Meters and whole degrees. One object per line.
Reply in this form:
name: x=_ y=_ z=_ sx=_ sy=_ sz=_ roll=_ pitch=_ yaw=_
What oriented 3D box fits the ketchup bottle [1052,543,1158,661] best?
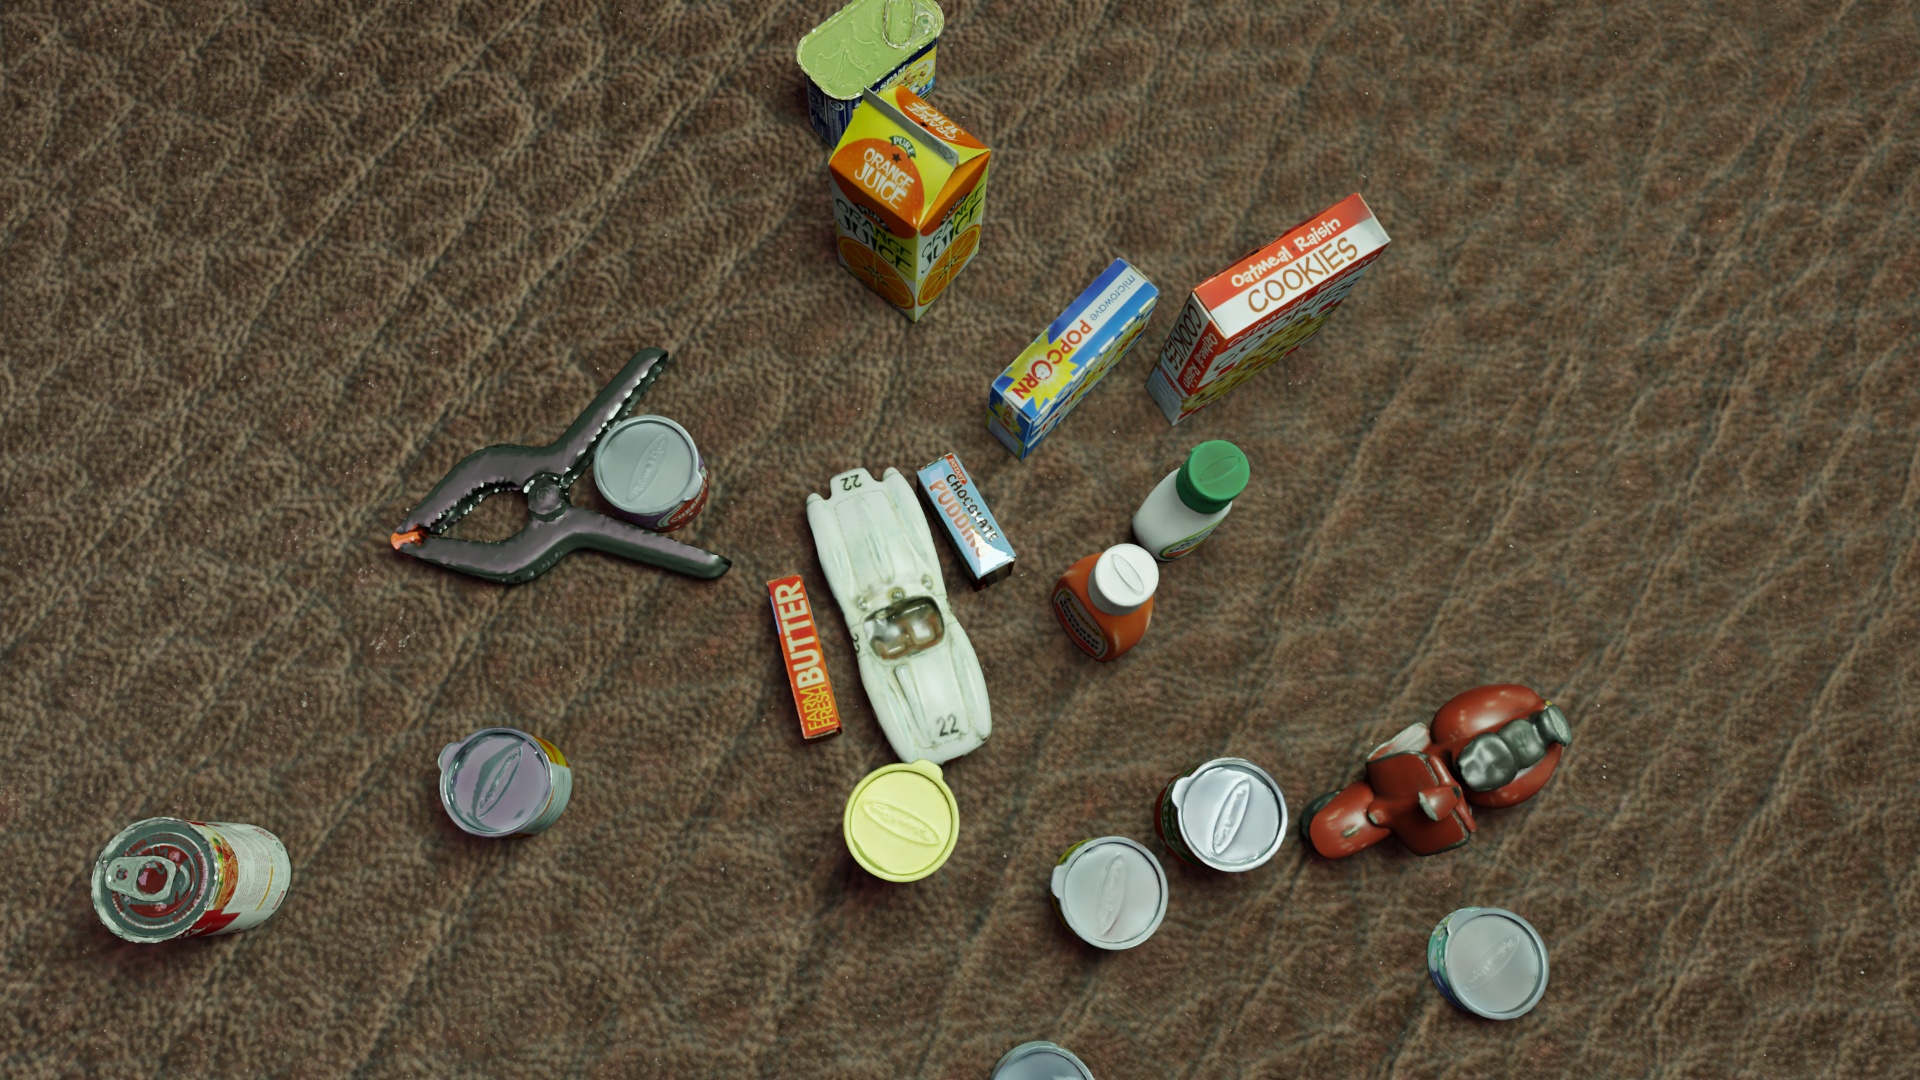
ketchup bottle: x=0.092 y=0.035 z=0.857 sx=0.043 sy=0.148 sz=0.065 roll=-36 pitch=81 yaw=-10

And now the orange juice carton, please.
orange juice carton: x=-0.033 y=-0.221 z=0.891 sx=0.072 sy=0.192 sz=0.073 roll=39 pitch=78 yaw=6

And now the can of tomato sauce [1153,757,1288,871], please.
can of tomato sauce: x=0.157 y=0.171 z=0.861 sx=0.071 sy=0.083 sz=0.071 roll=1 pitch=77 yaw=-2

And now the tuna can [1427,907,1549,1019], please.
tuna can: x=0.328 y=0.262 z=0.872 sx=0.071 sy=0.032 sz=0.071 roll=1 pitch=76 yaw=-2

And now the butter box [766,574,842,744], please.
butter box: x=-0.099 y=0.077 z=0.887 sx=0.024 sy=0.053 sz=0.103 roll=-15 pitch=78 yaw=-6

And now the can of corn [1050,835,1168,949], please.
can of corn: x=0.088 y=0.216 z=0.859 sx=0.071 sy=0.058 sz=0.071 roll=1 pitch=77 yaw=-2

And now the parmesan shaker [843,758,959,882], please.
parmesan shaker: x=-0.034 y=0.170 z=0.842 sx=0.071 sy=0.103 sz=0.071 roll=1 pitch=77 yaw=-2

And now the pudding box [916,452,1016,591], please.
pudding box: x=0.003 y=-0.011 z=0.915 sx=0.030 sy=0.049 sz=0.084 roll=-29 pitch=79 yaw=-9

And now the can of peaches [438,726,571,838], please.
can of peaches: x=-0.281 y=0.149 z=0.858 sx=0.071 sy=0.058 sz=0.071 roll=1 pitch=77 yaw=-2

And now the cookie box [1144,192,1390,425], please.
cookie box: x=0.191 y=-0.145 z=0.896 sx=0.123 sy=0.167 sz=0.040 roll=-32 pitch=80 yaw=-9

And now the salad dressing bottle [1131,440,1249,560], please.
salad dressing bottle: x=0.146 y=-0.025 z=0.875 sx=0.064 sy=0.147 sz=0.044 roll=-29 pitch=80 yaw=-9

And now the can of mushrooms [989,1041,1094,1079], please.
can of mushrooms: x=0.050 y=0.341 z=0.840 sx=0.071 sy=0.033 sz=0.071 roll=1 pitch=76 yaw=-2

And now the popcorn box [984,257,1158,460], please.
popcorn box: x=0.073 y=-0.120 z=0.927 sx=0.038 sy=0.085 sz=0.127 roll=43 pitch=78 yaw=7

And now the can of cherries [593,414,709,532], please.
can of cherries: x=-0.199 y=-0.041 z=0.908 sx=0.071 sy=0.058 sz=0.071 roll=1 pitch=77 yaw=-2
